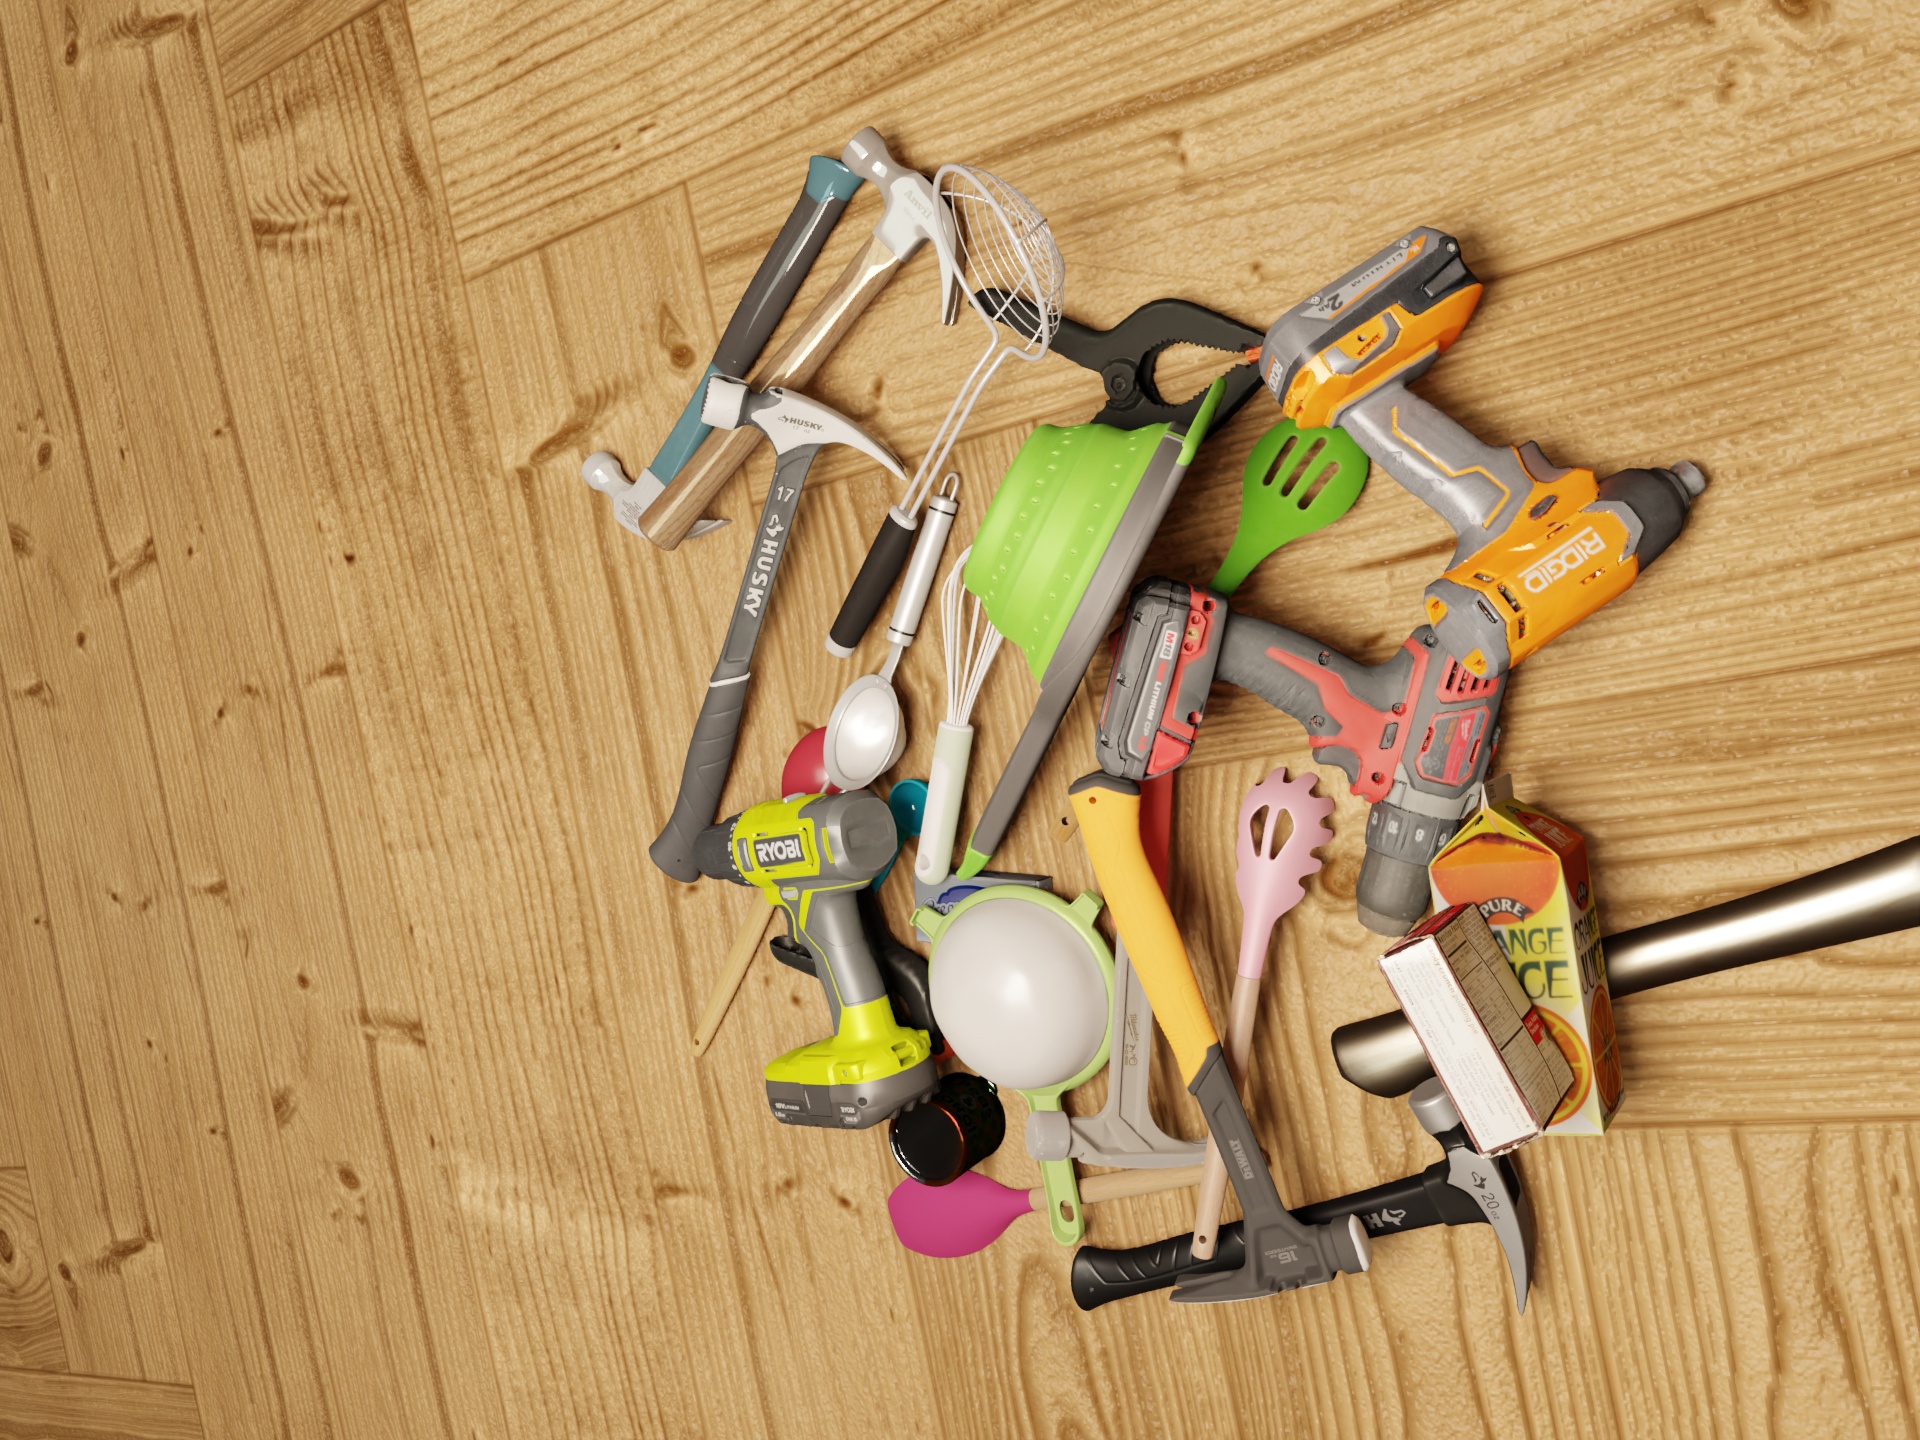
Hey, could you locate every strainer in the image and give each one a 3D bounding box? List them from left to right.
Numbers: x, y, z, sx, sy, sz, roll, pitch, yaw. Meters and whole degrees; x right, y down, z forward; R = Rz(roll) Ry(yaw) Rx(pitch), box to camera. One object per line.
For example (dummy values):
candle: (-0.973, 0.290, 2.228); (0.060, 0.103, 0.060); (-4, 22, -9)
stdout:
strainer: (-0.043, -0.052, 1.133); (0.087, 0.050, 0.258); (34, 109, 51)
strainer: (0.040, 0.243, 1.082); (0.151, 0.069, 0.256); (-9, 94, 31)

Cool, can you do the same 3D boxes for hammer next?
hammer: (-0.169, -0.272, 1.181); (0.128, 0.033, 0.331); (45, 116, 19)
hammer: (-0.161, -0.048, 1.180); (0.149, 0.036, 0.408); (13, 118, -14)
hammer: (-0.120, -0.245, 1.128); (0.130, 0.031, 0.331); (45, 112, 3)
hammer: (0.126, 0.109, 1.033); (0.149, 0.037, 0.359); (3, 90, -14)
hammer: (0.134, 0.192, 0.977); (0.127, 0.034, 0.337); (-21, 90, 21)
hammer: (0.207, 0.339, 1.030); (0.335, 0.035, 0.146); (-28, 95, 34)
hammer: (0.393, 0.123, 0.897); (0.410, 0.038, 0.146); (-27, 81, 31)

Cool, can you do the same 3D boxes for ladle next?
ladle: (-0.152, 0.141, 1.235); (0.069, 0.031, 0.315); (36, 115, 23)

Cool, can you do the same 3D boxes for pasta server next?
pasta server: (0.182, 0.187, 1.009); (0.060, 0.040, 0.316); (11, 96, 29)

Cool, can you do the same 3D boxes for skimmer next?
skimmer: (-0.035, -0.183, 1.041); (0.127, 0.090, 0.363); (52, 128, 31)

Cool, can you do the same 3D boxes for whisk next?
whisk: (-0.002, -0.004, 1.100); (0.058, 0.059, 0.246); (21, 106, 45)

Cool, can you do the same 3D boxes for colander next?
colander: (0.038, -0.052, 1.002); (0.094, 0.205, 0.396); (27, 128, 3)

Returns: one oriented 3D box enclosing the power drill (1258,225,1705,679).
power drill: (0.289, -0.156, 0.880); (0.164, 0.084, 0.226); (-33, 78, -2)

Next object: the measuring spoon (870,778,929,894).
measuring spoon: (-0.048, 0.091, 1.173); (0.042, 0.021, 0.128); (43, 125, 16)

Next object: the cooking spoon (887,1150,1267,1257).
cooking spoon: (0.073, 0.336, 1.129); (0.319, 0.017, 0.069); (-21, 87, 32)

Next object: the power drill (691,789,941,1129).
power drill: (-0.108, 0.166, 1.134); (0.190, 0.080, 0.228); (-11, 93, 45)

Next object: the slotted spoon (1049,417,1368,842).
slotted spoon: (0.145, -0.054, 0.981); (0.070, 0.031, 0.313); (36, 100, 17)

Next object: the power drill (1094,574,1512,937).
power drill: (0.196, 0.018, 0.938); (0.226, 0.080, 0.188); (13, 101, 1)
